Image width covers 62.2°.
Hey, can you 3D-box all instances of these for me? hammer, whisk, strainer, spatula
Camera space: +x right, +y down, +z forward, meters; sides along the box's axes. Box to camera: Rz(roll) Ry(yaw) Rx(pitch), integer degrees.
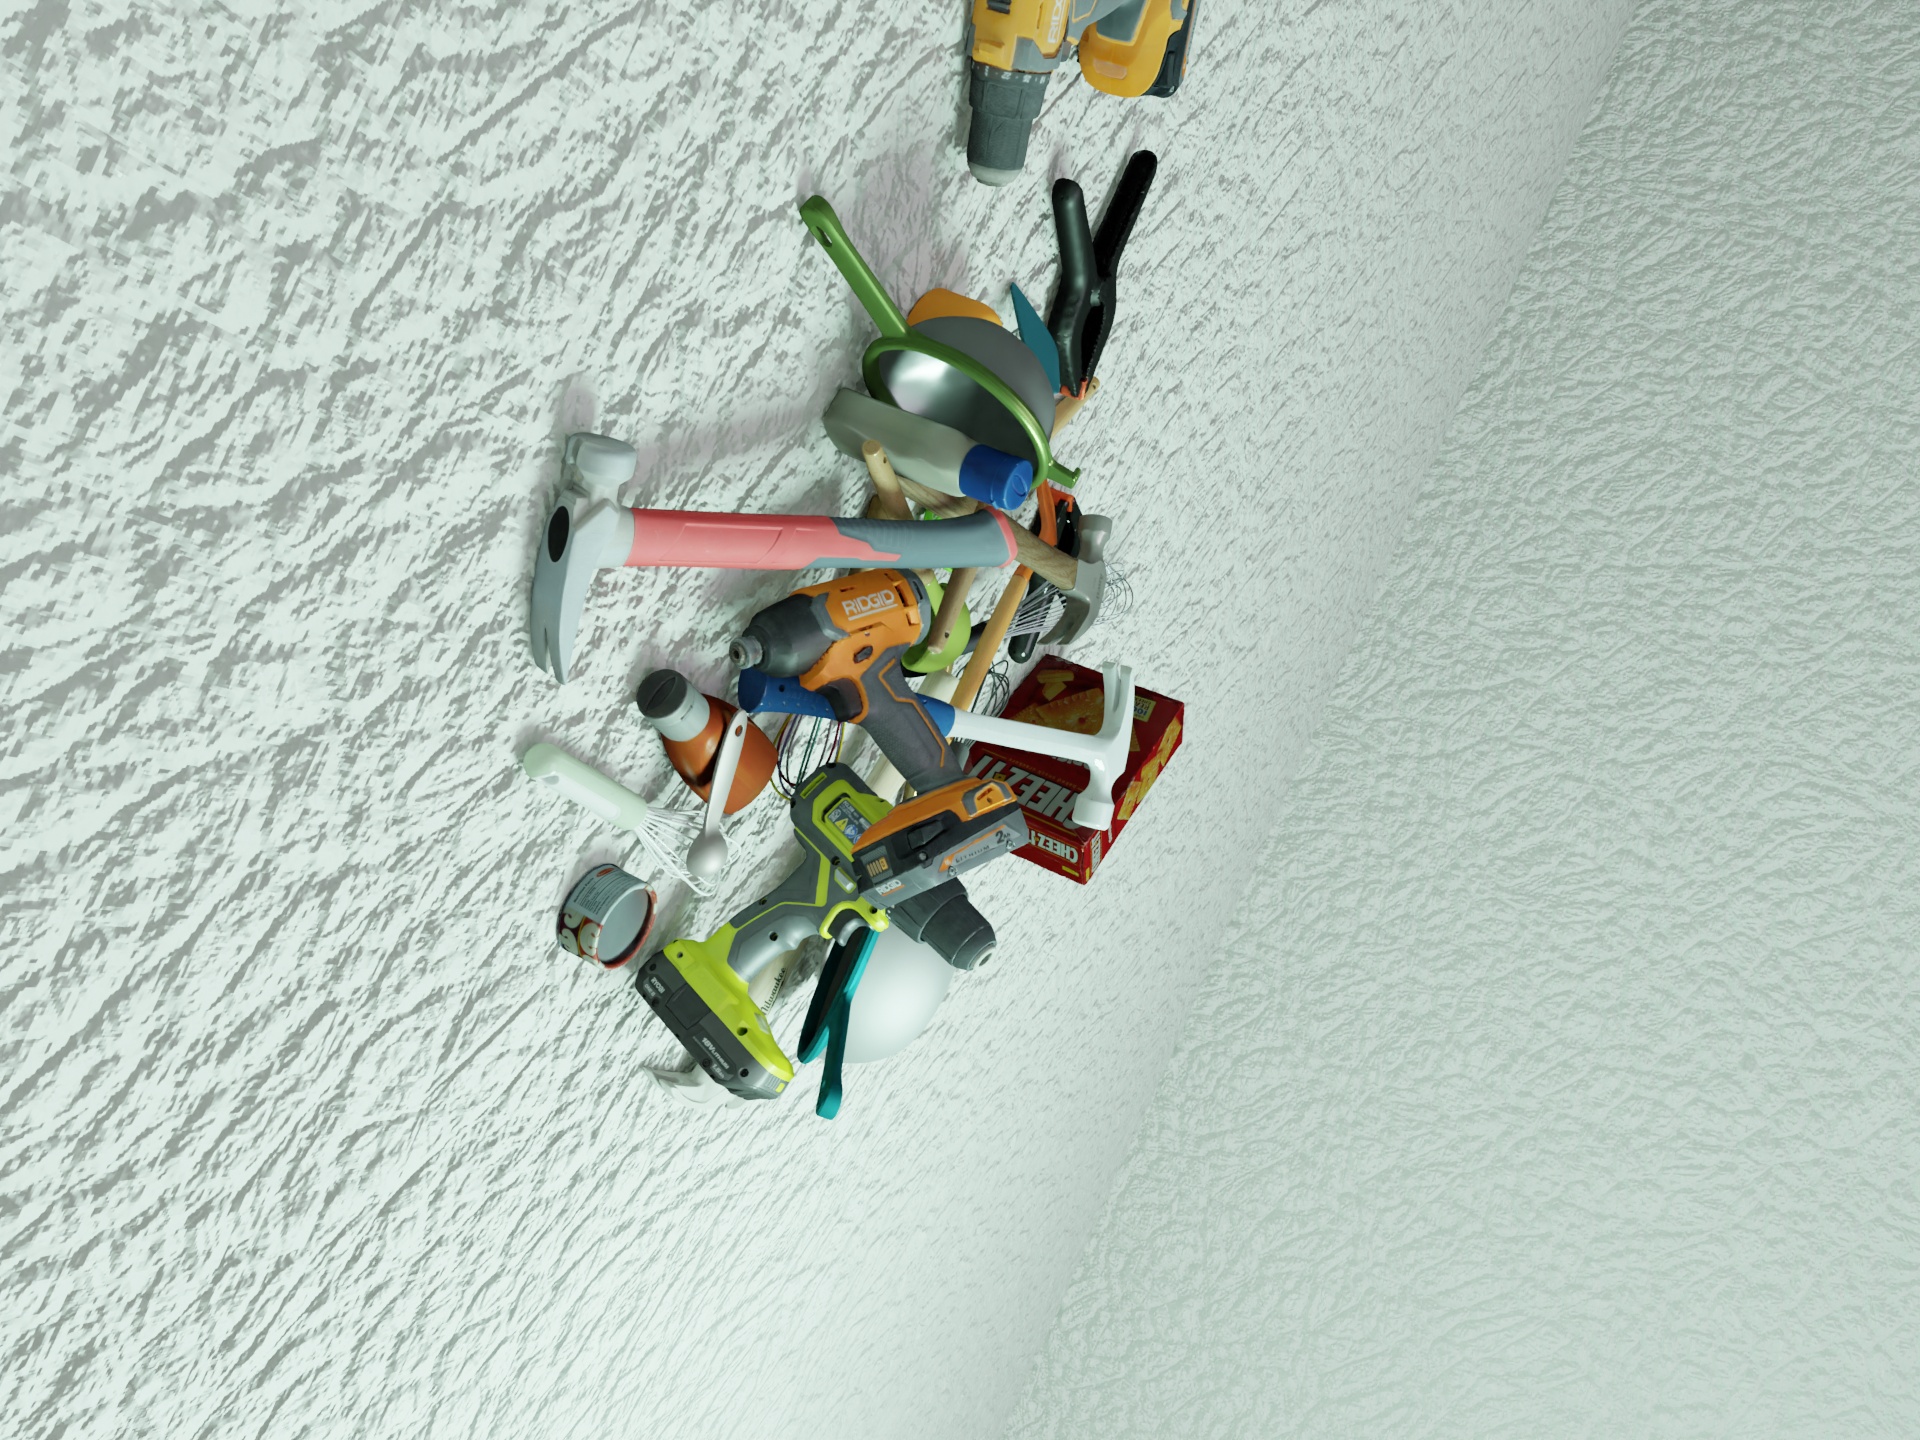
[{"bbox_3d":[-0.002,-0.004,1.256,0.405,0.035,0.144,11,93,-44],"label":"hammer"},{"bbox_3d":[0.031,-0.151,1.293,0.331,0.031,0.130,23,73,-54],"label":"hammer"},{"bbox_3d":[0.052,-0.088,1.425,0.284,0.070,0.070,-24,136,-37],"label":"whisk"},{"bbox_3d":[-0.101,-0.101,1.030,0.386,0.038,0.143,-5,119,-49],"label":"hammer"},{"bbox_3d":[-0.001,0.027,1.407,0.055,0.055,0.239,89,16,-46],"label":"whisk"},{"bbox_3d":[-0.118,0.134,1.311,0.410,0.038,0.146,-60,156,-5],"label":"hammer"},{"bbox_3d":[-0.095,-0.054,1.211,0.051,0.047,0.245,-4,112,-78],"label":"whisk"},{"bbox_3d":[-0.059,0.232,1.303,0.341,0.095,0.211,-86,-159,-69],"label":"strainer"},{"bbox_3d":[0.025,-0.193,1.237,0.082,0.044,0.318,44,61,-49],"label":"spatula"},{"bbox_3d":[-0.016,-0.262,1.065,0.069,0.152,0.256,-55,131,-18],"label":"strainer"},{"bbox_3d":[0.034,-0.103,1.367,0.323,0.041,0.080,-64,150,-30],"label":"spatula"},{"bbox_3d":[-0.214,0.064,1.051,0.246,0.058,0.059,47,34,-62],"label":"whisk"}]

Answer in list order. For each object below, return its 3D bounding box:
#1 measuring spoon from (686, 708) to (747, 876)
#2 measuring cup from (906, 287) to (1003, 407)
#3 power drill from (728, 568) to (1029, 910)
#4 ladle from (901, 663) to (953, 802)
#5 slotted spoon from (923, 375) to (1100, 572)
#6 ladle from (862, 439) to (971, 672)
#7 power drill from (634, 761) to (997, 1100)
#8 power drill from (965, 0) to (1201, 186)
[{"bbox_3d":[-0.158,0.052,1.076,0.034,0.018,0.124,-10,120,-57],"label":"measuring spoon"},{"bbox_3d":[-0.002,-0.242,1.210,0.095,0.052,0.173,-50,151,-34],"label":"measuring cup"},{"bbox_3d":[-0.061,0.010,1.100,0.164,0.226,0.084,-20,173,-44],"label":"power drill"},{"bbox_3d":[-0.041,0.057,1.457,0.069,0.031,0.315,-67,172,-73],"label":"ladle"},{"bbox_3d":[0.048,-0.223,1.375,0.314,0.031,0.070,-50,125,-41],"label":"slotted spoon"},{"bbox_3d":[-0.043,-0.122,1.196,0.320,0.062,0.078,66,38,-66],"label":"ladle"},{"bbox_3d":[-0.104,0.166,1.165,0.228,0.191,0.080,-44,157,-7],"label":"power drill"},{"bbox_3d":[0.082,-0.483,1.133,0.226,0.084,0.185,-30,139,-49],"label":"power drill"}]
